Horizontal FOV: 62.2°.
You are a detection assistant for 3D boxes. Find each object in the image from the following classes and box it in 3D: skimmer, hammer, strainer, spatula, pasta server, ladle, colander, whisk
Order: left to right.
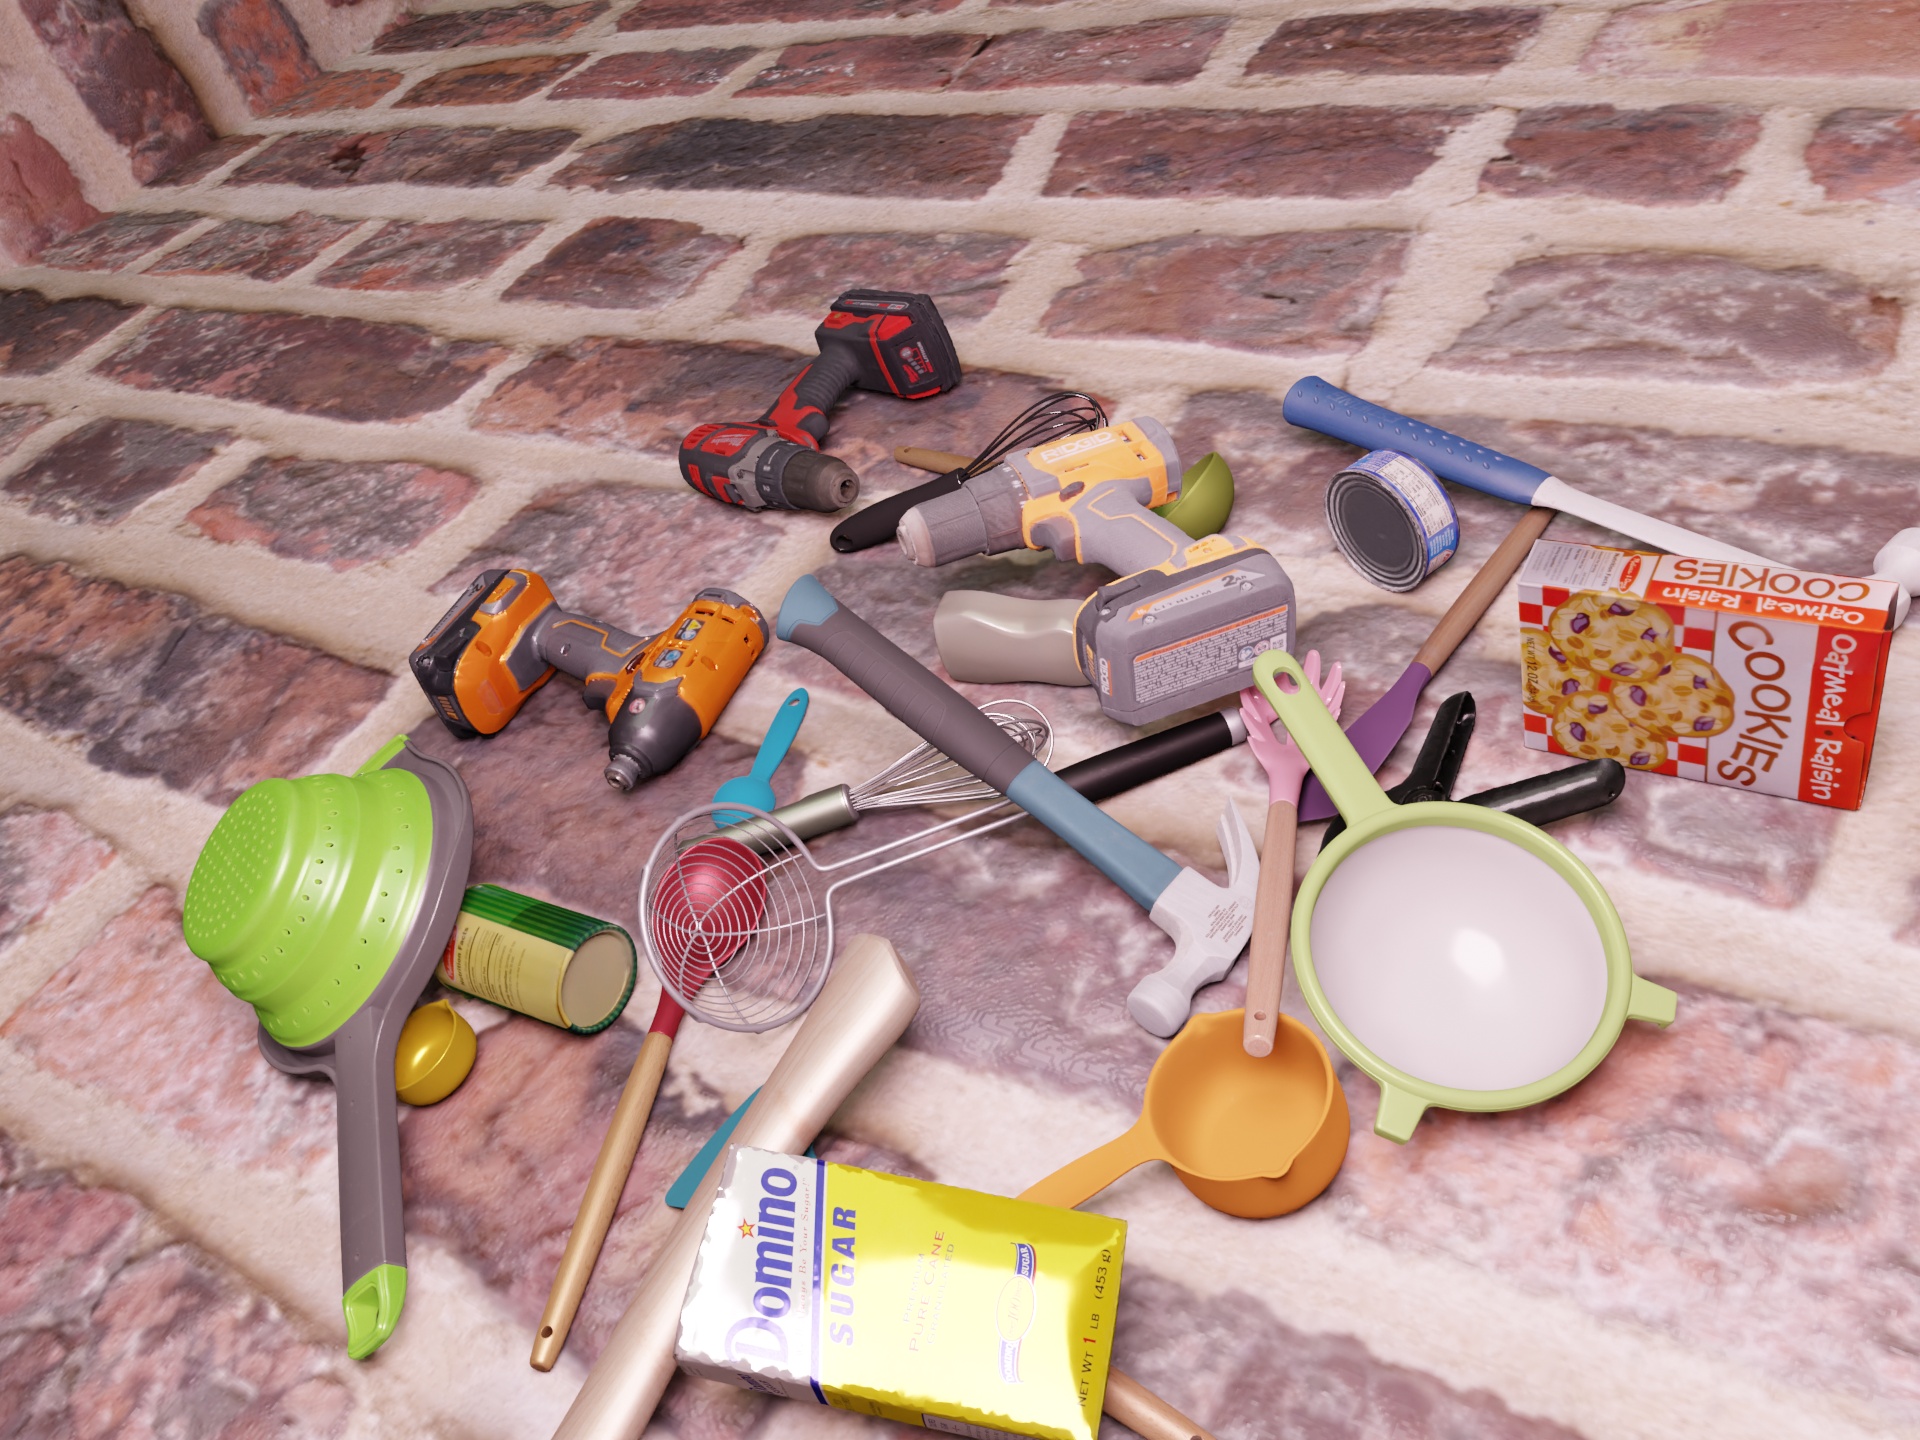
[{"bbox_3d":[-0.363,0.156,0.882,0.204,0.094,0.398,-40,45,18],"label":"colander"},{"bbox_3d":[-0.143,0.270,0.720,0.146,0.038,0.411,12,58,33],"label":"hammer"},{"bbox_3d":[-0.170,0.194,0.861,0.069,0.031,0.316,3,47,13],"label":"ladle"},{"bbox_3d":[-0.060,0.046,0.967,0.246,0.057,0.059,-19,69,7],"label":"whisk"},{"bbox_3d":[-0.012,0.256,0.735,0.318,0.044,0.082,23,56,33],"label":"spatula"},{"bbox_3d":[0.000,0.062,0.889,0.363,0.127,0.090,-20,-3,-7],"label":"skimmer"},{"bbox_3d":[0.001,-0.173,1.144,0.239,0.055,0.055,-22,37,27],"label":"whisk"},{"bbox_3d":[0.022,0.024,0.873,0.331,0.033,0.128,38,60,19],"label":"hammer"},{"bbox_3d":[0.062,-0.180,1.159,0.320,0.062,0.078,20,62,40],"label":"ladle"},{"bbox_3d":[0.165,0.056,0.826,0.060,0.040,0.316,1,31,15],"label":"pasta server"},{"bbox_3d":[0.207,0.078,0.773,0.151,0.069,0.257,-21,58,-9],"label":"strainer"},{"bbox_3d":[0.282,-0.044,0.942,0.316,0.018,0.060,-46,16,-29],"label":"spatula"},{"bbox_3d":[0.365,-0.136,0.977,0.144,0.035,0.406,-35,46,-25],"label":"hammer"}]

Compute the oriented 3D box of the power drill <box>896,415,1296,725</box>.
[{"bbox_3d":[0.076,-0.095,0.960,0.185,0.084,0.226,-19,42,-10],"label":"power drill"}]

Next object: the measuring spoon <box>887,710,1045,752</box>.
[{"bbox_3d":[-0.002,-0.003,1.017,0.124,0.018,0.034,14,51,34],"label":"measuring spoon"}]

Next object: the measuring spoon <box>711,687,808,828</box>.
[{"bbox_3d":[-0.128,0.019,1.039,0.042,0.021,0.129,1,46,23],"label":"measuring spoon"}]

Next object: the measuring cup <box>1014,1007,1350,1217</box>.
[{"bbox_3d":[0.097,0.203,0.730,0.173,0.052,0.095,-31,39,4],"label":"measuring cup"}]

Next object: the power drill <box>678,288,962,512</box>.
[{"bbox_3d":[-0.099,-0.248,1.275,0.188,0.080,0.227,19,57,43],"label":"power drill"}]

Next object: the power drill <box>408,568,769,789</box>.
[{"bbox_3d":[-0.265,-0.028,1.104,0.226,0.084,0.164,8,48,24],"label":"power drill"}]

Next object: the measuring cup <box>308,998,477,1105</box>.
[{"bbox_3d":[-0.341,0.191,0.940,0.156,0.029,0.062,1,51,40],"label":"measuring cup"}]
